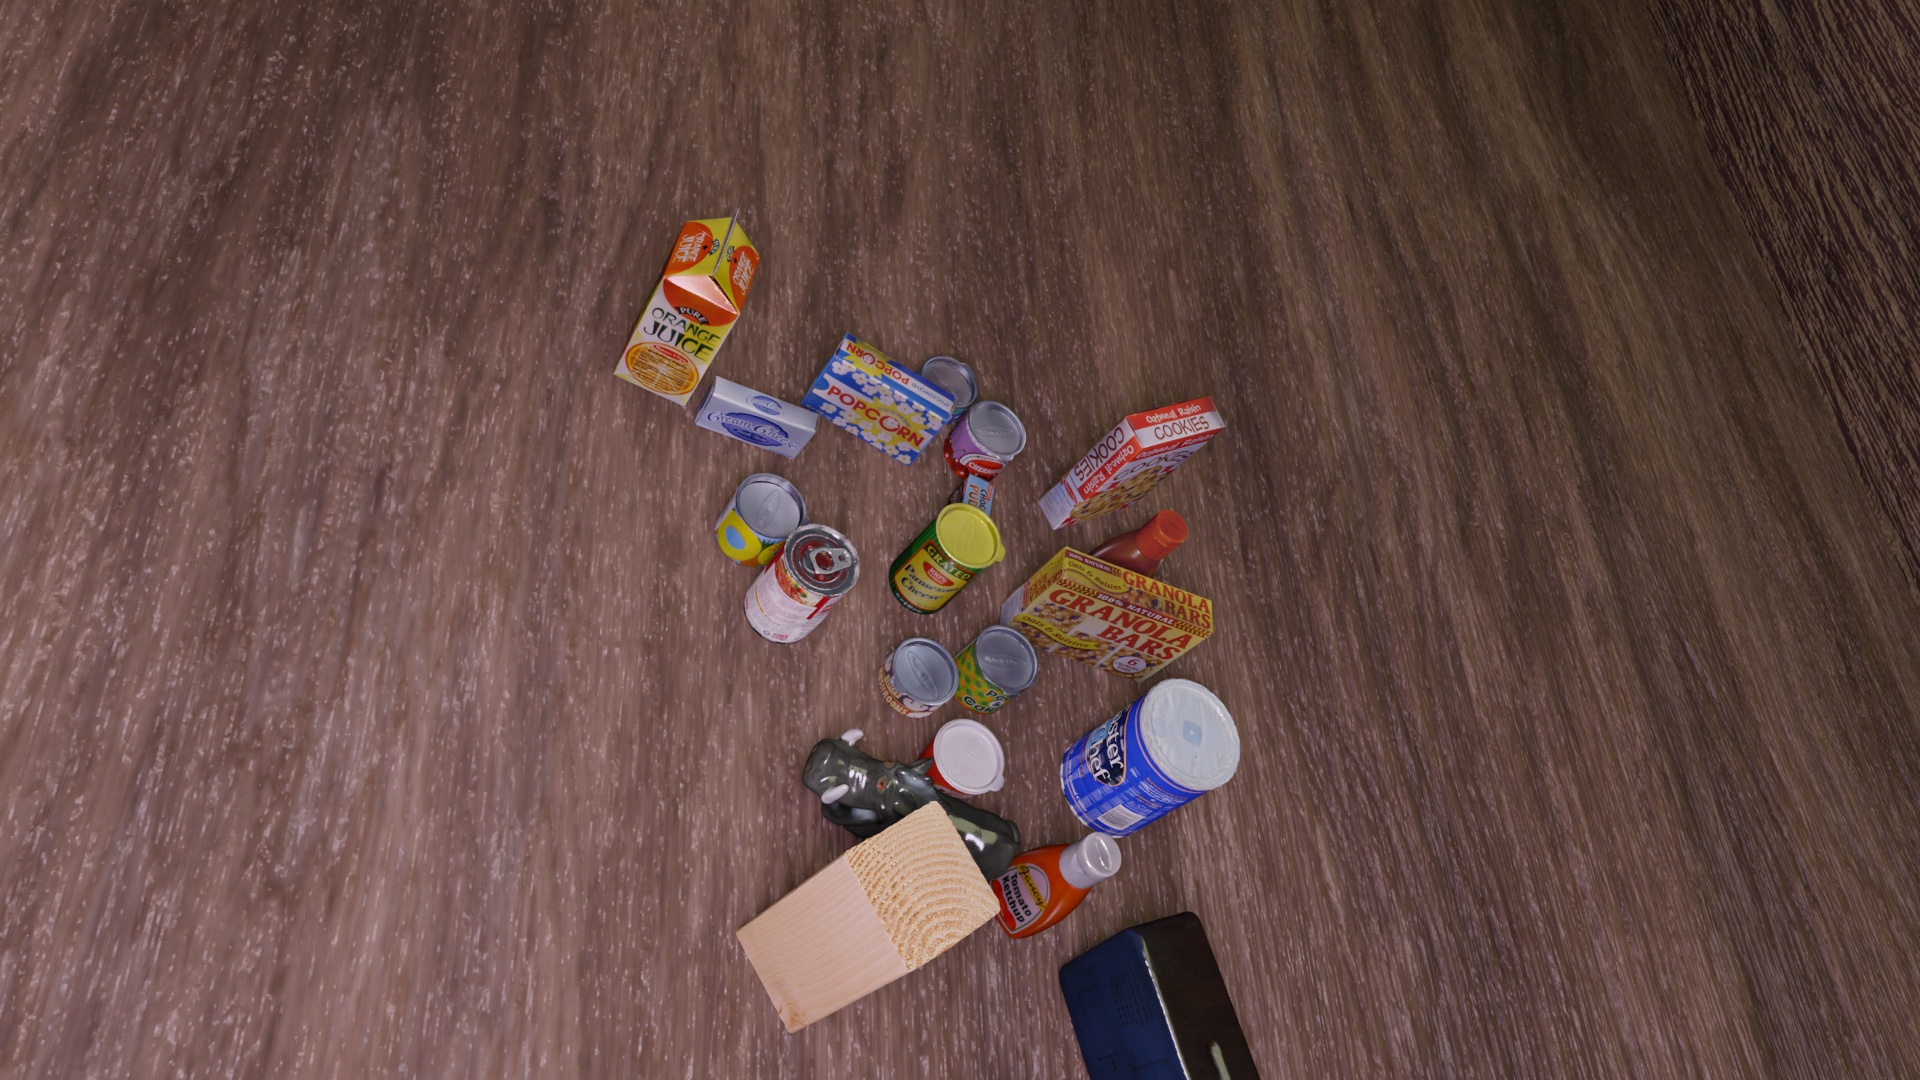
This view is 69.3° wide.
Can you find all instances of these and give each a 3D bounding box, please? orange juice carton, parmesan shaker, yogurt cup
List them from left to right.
[{"bbox_3d":[-0.237,-0.209,1.226,0.073,0.191,0.072,25,52,-17],"label":"orange juice carton"},{"bbox_3d":[-0.014,0.020,1.280,0.071,0.102,0.071,16,55,-23],"label":"parmesan shaker"},{"bbox_3d":[-0.003,0.196,1.208,0.072,0.053,0.073,16,55,-23],"label":"yogurt cup"}]

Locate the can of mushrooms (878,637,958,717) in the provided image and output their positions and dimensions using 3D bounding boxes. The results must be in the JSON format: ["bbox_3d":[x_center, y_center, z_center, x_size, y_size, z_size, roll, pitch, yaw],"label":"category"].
[{"bbox_3d":[-0.040,0.124,1.244,0.071,0.033,0.071,16,55,-23],"label":"can of mushrooms"}]

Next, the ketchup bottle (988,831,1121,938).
[{"bbox_3d":[0.078,0.279,1.143,0.044,0.148,0.065,-8,67,-35],"label":"ketchup bottle"}]

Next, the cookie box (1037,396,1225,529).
[{"bbox_3d":[0.172,-0.079,1.415,0.123,0.166,0.040,-17,72,-38],"label":"cookie box"}]

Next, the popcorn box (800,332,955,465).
[{"bbox_3d":[-0.079,-0.135,1.349,0.126,0.084,0.038,30,50,-13],"label":"popcorn box"}]

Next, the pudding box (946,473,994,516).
[{"bbox_3d":[0.005,-0.017,1.350,0.030,0.049,0.084,25,52,-17],"label":"pudding box"}]

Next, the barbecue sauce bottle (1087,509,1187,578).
[{"bbox_3d":[0.165,0.021,1.360,0.065,0.147,0.044,36,49,-8],"label":"barbecue sauce bottle"}]

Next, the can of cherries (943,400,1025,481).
[{"bbox_3d":[0.024,-0.097,1.406,0.071,0.058,0.072,16,55,-23],"label":"can of cherries"}]

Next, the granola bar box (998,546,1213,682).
[{"bbox_3d":[0.138,0.073,1.326,0.165,0.123,0.039,20,53,-20],"label":"granola bar box"}]

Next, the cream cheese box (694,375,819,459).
[{"bbox_3d":[-0.189,-0.112,1.288,0.104,0.053,0.024,20,53,-20],"label":"cream cheese box"}]

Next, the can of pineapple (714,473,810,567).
[{"bbox_3d":[-0.177,-0.016,1.232,0.071,0.057,0.071,16,55,-23],"label":"can of pineapple"}]

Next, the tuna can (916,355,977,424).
[{"bbox_3d":[-0.017,-0.156,1.436,0.071,0.032,0.071,16,55,-23],"label":"tuna can"}]

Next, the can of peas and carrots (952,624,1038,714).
[{"bbox_3d":[0.030,0.121,1.272,0.071,0.058,0.071,16,55,-23],"label":"can of peas and carrots"}]
